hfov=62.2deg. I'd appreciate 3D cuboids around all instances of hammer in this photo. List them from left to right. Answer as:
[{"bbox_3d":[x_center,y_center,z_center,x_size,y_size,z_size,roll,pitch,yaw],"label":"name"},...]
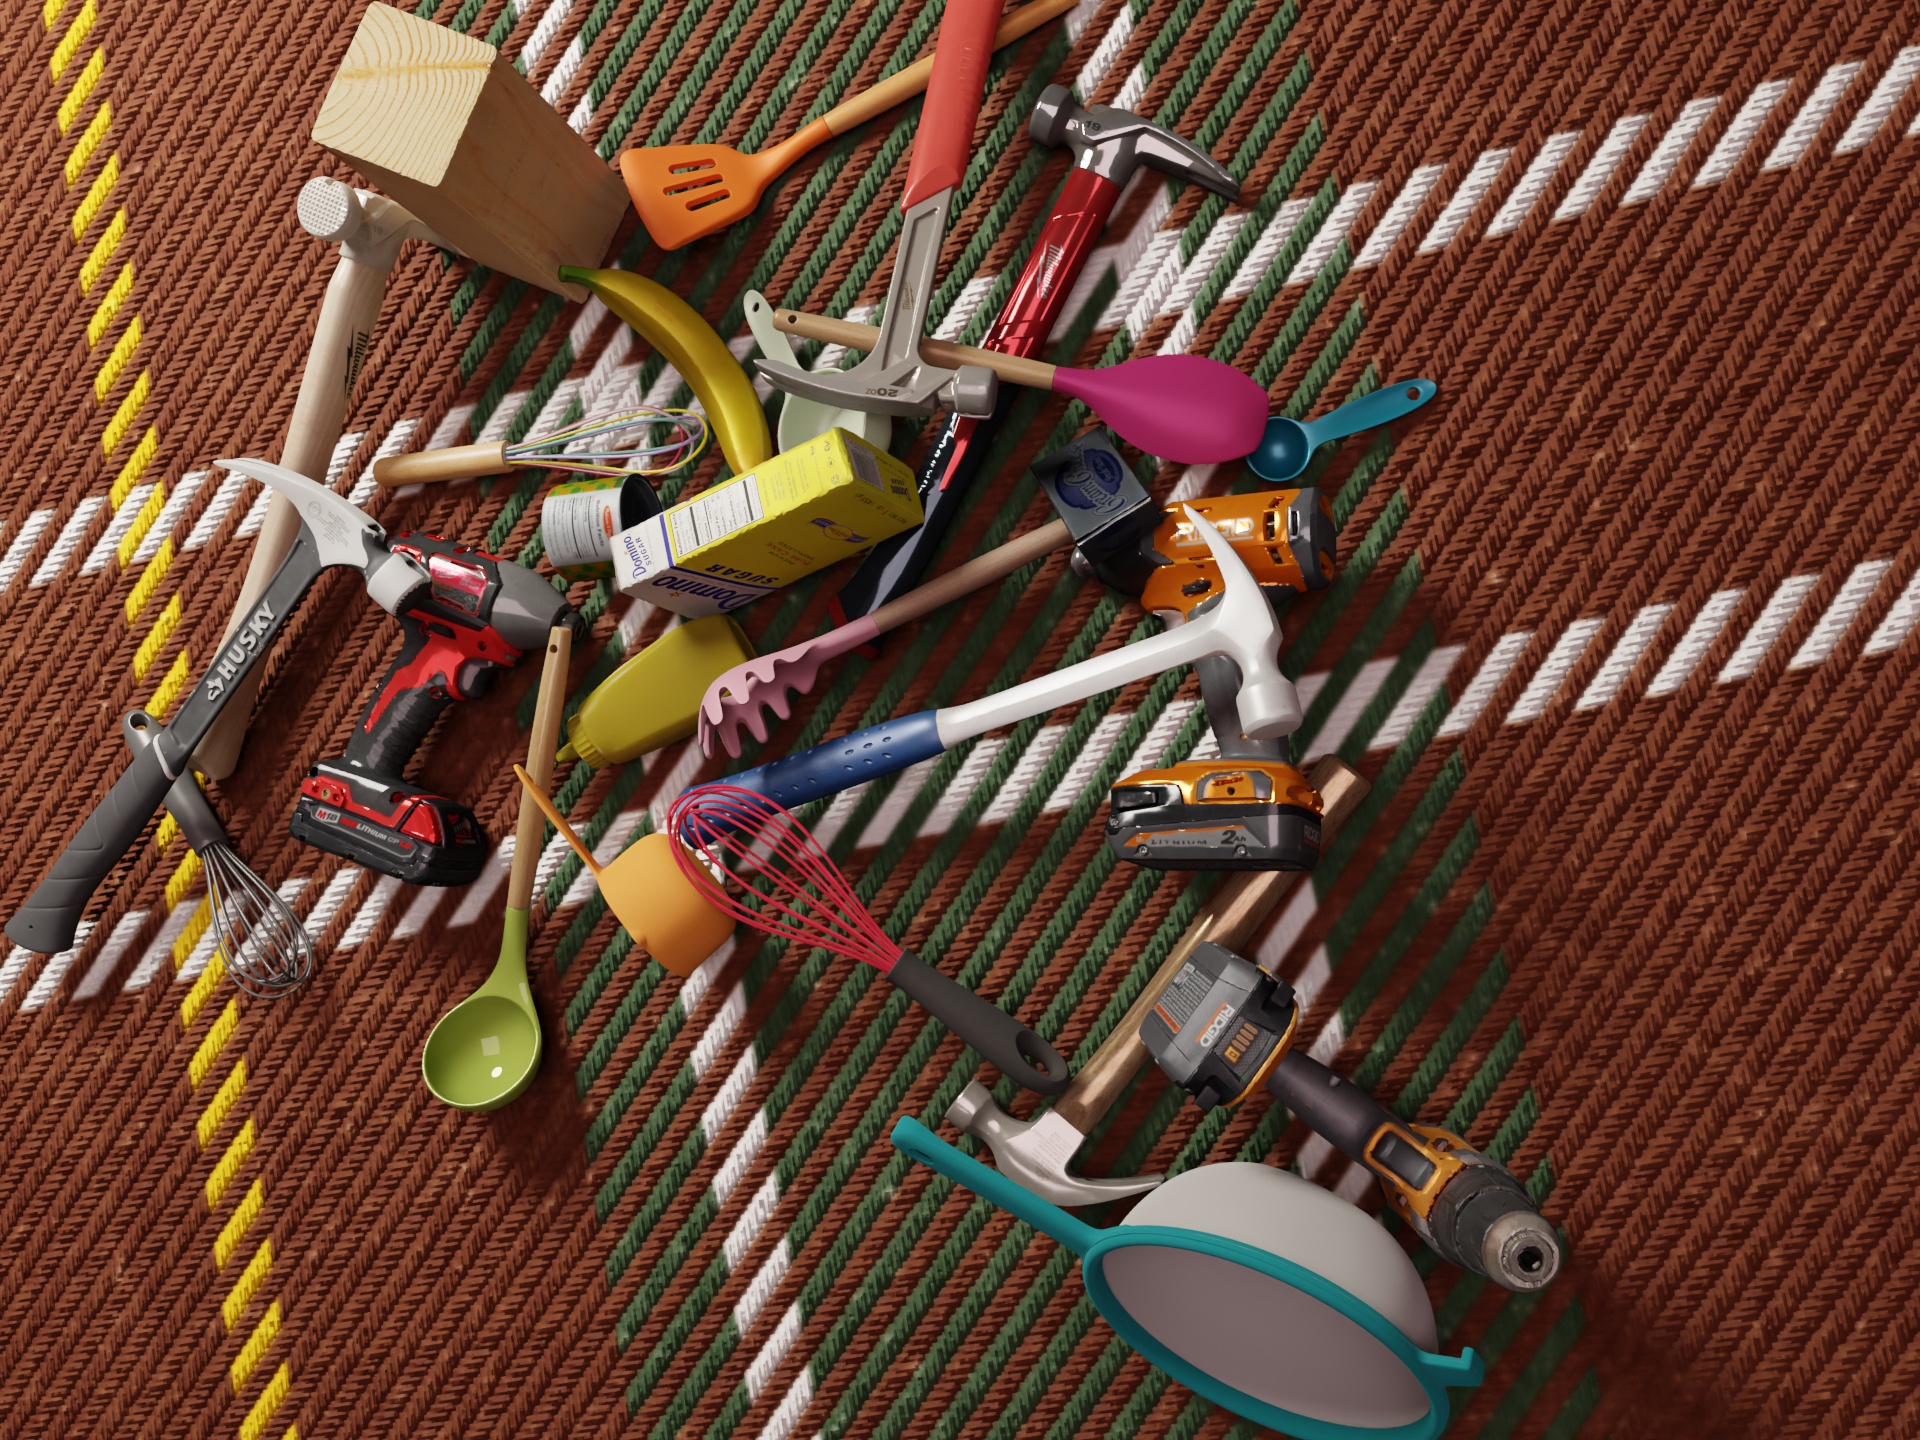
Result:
[{"bbox_3d":[-0.518,0.006,1.049,0.149,0.036,0.409,42,106,0],"label":"hammer"},{"bbox_3d":[-0.445,-0.153,1.082,0.038,0.146,0.410,24,100,11],"label":"hammer"},{"bbox_3d":[-0.020,-0.365,1.006,0.149,0.036,0.359,10,79,7],"label":"hammer"},{"bbox_3d":[-0.002,-0.003,0.970,0.405,0.035,0.144,-19,68,23],"label":"hammer"},{"bbox_3d":[0.033,-0.209,1.025,0.143,0.038,0.386,27,91,9],"label":"hammer"},{"bbox_3d":[0.141,0.161,0.985,0.130,0.031,0.331,39,93,10],"label":"hammer"}]

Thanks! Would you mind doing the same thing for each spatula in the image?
[{"bbox_3d":[-0.069,-0.410,1.054,0.322,0.041,0.081,-26,77,6],"label":"spatula"}]

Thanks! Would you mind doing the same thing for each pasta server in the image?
[{"bbox_3d":[-0.026,-0.067,0.998,0.316,0.060,0.040,-27,66,-7],"label":"pasta server"}]

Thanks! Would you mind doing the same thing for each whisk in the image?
[{"bbox_3d":[-0.520,0.089,1.098,0.055,0.055,0.239,-38,76,6],"label":"whisk"},{"bbox_3d":[-0.287,-0.179,1.077,0.245,0.051,0.047,-5,89,13],"label":"whisk"},{"bbox_3d":[-0.056,0.137,0.969,0.296,0.073,0.073,35,93,1],"label":"whisk"}]

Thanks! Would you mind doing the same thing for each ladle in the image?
[{"bbox_3d":[-0.289,0.097,1.030,0.078,0.062,0.320,12,97,15],"label":"ladle"}]

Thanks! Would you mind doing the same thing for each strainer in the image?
[{"bbox_3d":[0.127,0.291,0.922,0.340,0.210,0.095,27,54,10],"label":"strainer"}]

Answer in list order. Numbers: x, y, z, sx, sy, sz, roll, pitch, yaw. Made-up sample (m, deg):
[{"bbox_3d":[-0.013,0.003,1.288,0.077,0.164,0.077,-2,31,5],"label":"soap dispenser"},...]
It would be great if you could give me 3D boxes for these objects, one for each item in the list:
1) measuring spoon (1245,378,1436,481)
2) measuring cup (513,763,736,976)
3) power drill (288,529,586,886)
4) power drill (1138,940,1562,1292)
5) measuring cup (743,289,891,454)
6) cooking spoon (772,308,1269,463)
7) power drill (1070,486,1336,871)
[{"bbox_3d":[0.238,-0.185,1.002,0.128,0.021,0.042,-22,82,-1],"label":"measuring spoon"},{"bbox_3d":[-0.209,0.082,1.010,0.052,0.095,0.173,-38,98,-1],"label":"measuring cup"},{"bbox_3d":[-0.344,-0.007,1.060,0.143,0.078,0.220,19,87,10],"label":"power drill"},{"bbox_3d":[0.216,0.222,0.875,0.226,0.185,0.084,36,88,1],"label":"power drill"},{"bbox_3d":[-0.098,-0.223,1.052,0.083,0.038,0.168,-43,61,27],"label":"measuring cup"},{"bbox_3d":[0.034,-0.220,0.997,0.319,0.017,0.069,14,86,8],"label":"cooking spoon"},{"bbox_3d":[0.142,-0.025,0.964,0.164,0.084,0.226,-2,78,26],"label":"power drill"}]
